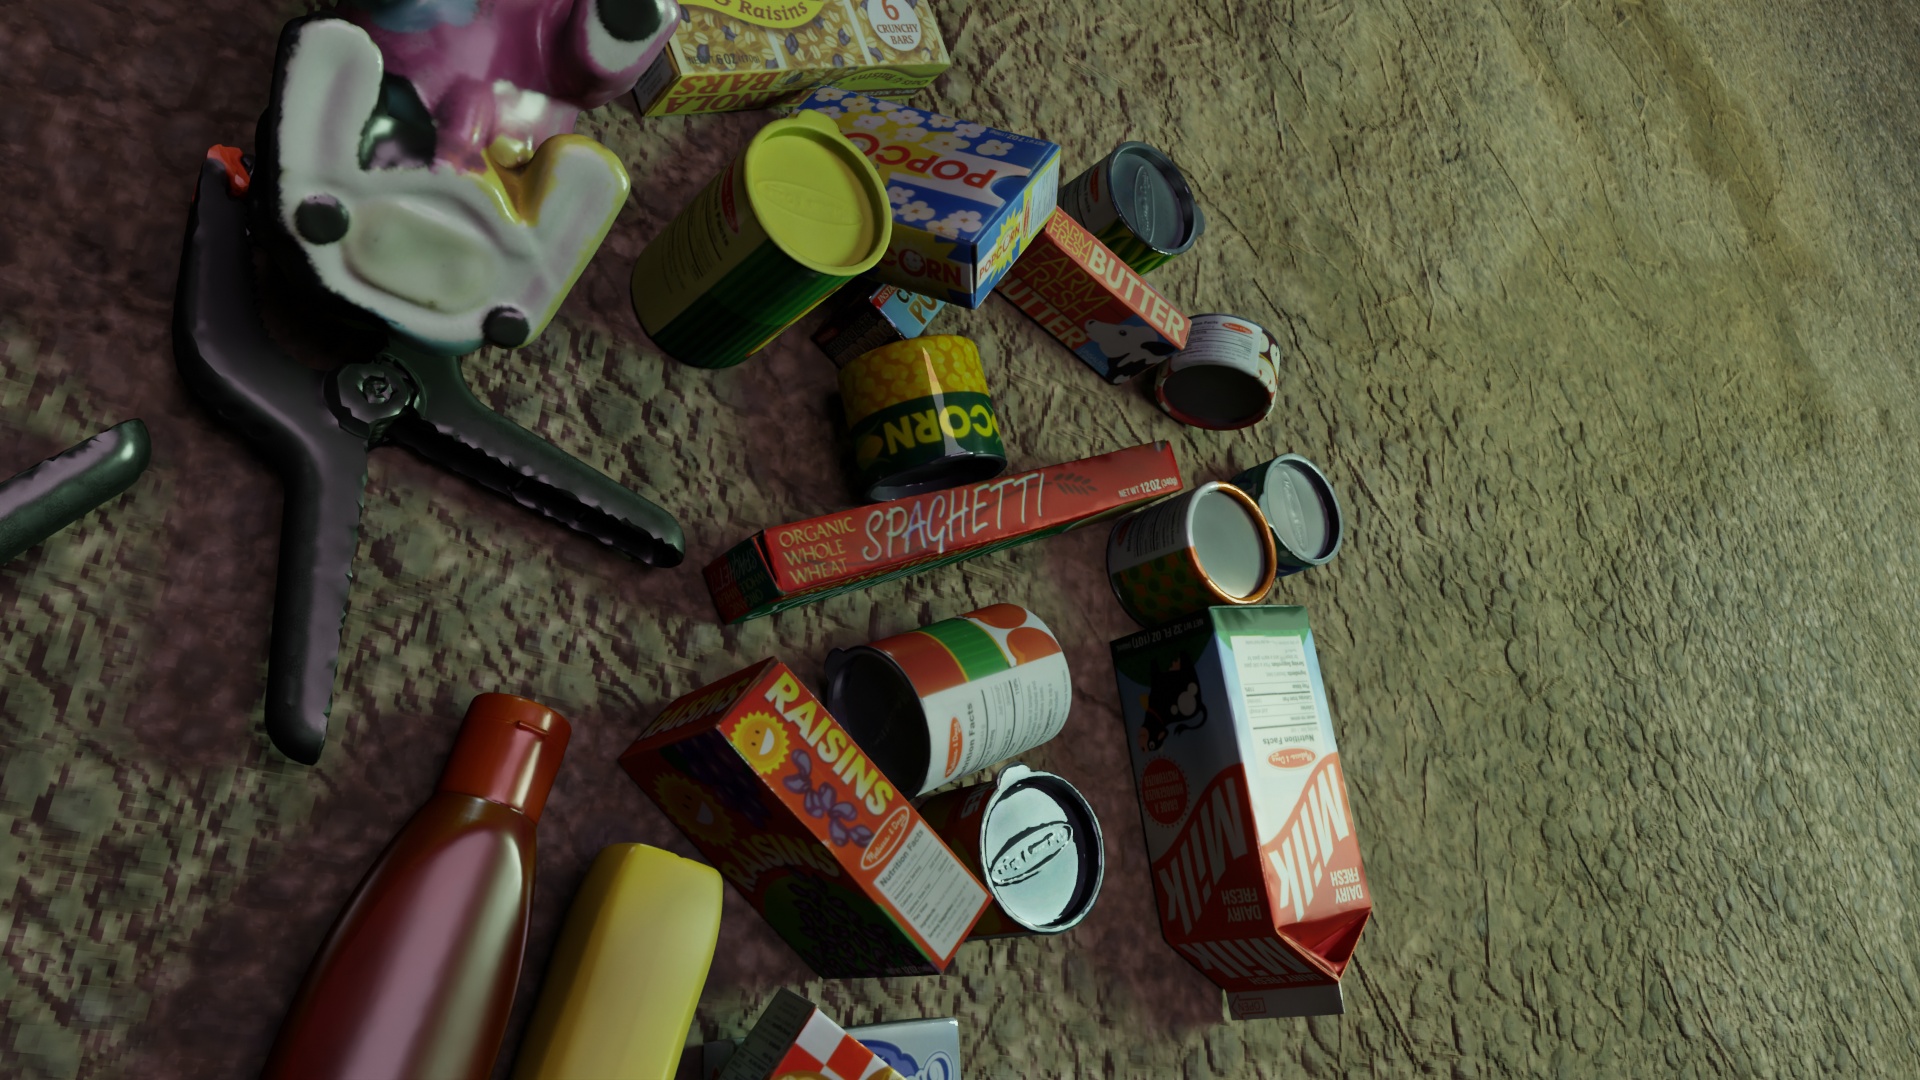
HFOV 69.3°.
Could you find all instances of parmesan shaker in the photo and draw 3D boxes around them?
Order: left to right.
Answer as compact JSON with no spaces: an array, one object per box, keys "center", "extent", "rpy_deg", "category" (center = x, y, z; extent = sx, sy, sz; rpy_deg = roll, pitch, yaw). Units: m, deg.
[{"center":[-0.084,-0.121,0.573],"extent":[0.071,0.102,0.071],"rpy_deg":[14,66,-34],"category":"parmesan shaker"}]

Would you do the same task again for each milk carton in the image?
[{"center":[0.138,0.132,0.672],"extent":[0.073,0.072,0.191],"rpy_deg":[2,71,-37],"category":"milk carton"}]

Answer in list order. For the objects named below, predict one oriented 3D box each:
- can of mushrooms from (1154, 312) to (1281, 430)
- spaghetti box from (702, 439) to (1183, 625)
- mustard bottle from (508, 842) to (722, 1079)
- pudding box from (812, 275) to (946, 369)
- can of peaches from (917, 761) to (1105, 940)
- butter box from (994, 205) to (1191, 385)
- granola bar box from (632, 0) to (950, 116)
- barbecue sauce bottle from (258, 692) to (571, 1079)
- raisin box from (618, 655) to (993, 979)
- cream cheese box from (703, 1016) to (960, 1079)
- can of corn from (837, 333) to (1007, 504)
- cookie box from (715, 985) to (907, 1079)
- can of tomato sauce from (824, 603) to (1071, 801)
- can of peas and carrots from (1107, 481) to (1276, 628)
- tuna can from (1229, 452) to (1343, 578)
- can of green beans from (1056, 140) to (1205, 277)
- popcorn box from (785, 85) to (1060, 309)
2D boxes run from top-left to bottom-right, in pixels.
[{"center":[0.141,-0.090,0.764],"extent":[0.071,0.071,0.033],"rpy_deg":[29,58,-27],"category":"can of mushrooms"},{"center":[0.002,-0.008,0.633],"extent":[0.251,0.050,0.028],"rpy_deg":[-15,82,-40],"category":"spaghetti box"},{"center":[-0.123,0.183,0.457],"extent":[0.049,0.065,0.161],"rpy_deg":[23,65,-20],"category":"mustard bottle"},{"center":[-0.026,-0.117,0.652],"extent":[0.030,0.049,0.084],"rpy_deg":[48,52,-16],"category":"pudding box"},{"center":[0.017,0.132,0.586],"extent":[0.071,0.058,0.071],"rpy_deg":[14,65,-33],"category":"can of peaches"},{"center":[0.066,-0.126,0.725],"extent":[0.103,0.053,0.024],"rpy_deg":[36,53,-23],"category":"butter box"},{"center":[-0.095,-0.271,0.663],"extent":[0.166,0.039,0.124],"rpy_deg":[-20,86,-41],"category":"granola bar box"},{"center":[-0.169,0.124,0.454],"extent":[0.065,0.043,0.149],"rpy_deg":[30,57,-26],"category":"barbecue sauce bottle"},{"center":[-0.059,0.107,0.518],"extent":[0.123,0.086,0.040],"rpy_deg":[50,52,-12],"category":"raisin box"},{"center":[-0.046,0.213,0.528],"extent":[0.104,0.024,0.053],"rpy_deg":[8,71,-36],"category":"cream cheese box"},{"center":[-0.017,-0.054,0.621],"extent":[0.071,0.071,0.058],"rpy_deg":[-5,76,-39],"category":"can of corn"},{"center":[-0.060,0.259,0.465],"extent":[0.123,0.040,0.168],"rpy_deg":[44,67,-16],"category":"cookie box"},{"center":[-0.006,0.066,0.590],"extent":[0.083,0.071,0.071],"rpy_deg":[-15,83,-41],"category":"can of tomato sauce"},{"center":[0.121,0.010,0.713],"extent":[0.071,0.058,0.071],"rpy_deg":[14,66,-34],"category":"can of peas and carrots"},{"center":[0.181,-0.013,0.785],"extent":[0.071,0.032,0.071],"rpy_deg":[14,65,-34],"category":"tuna can"},{"center":[0.086,-0.173,0.755],"extent":[0.071,0.057,0.071],"rpy_deg":[14,65,-34],"category":"can of green beans"},{"center":[-0.030,-0.157,0.625],"extent":[0.127,0.038,0.085],"rpy_deg":[20,50,19],"category":"popcorn box"}]
